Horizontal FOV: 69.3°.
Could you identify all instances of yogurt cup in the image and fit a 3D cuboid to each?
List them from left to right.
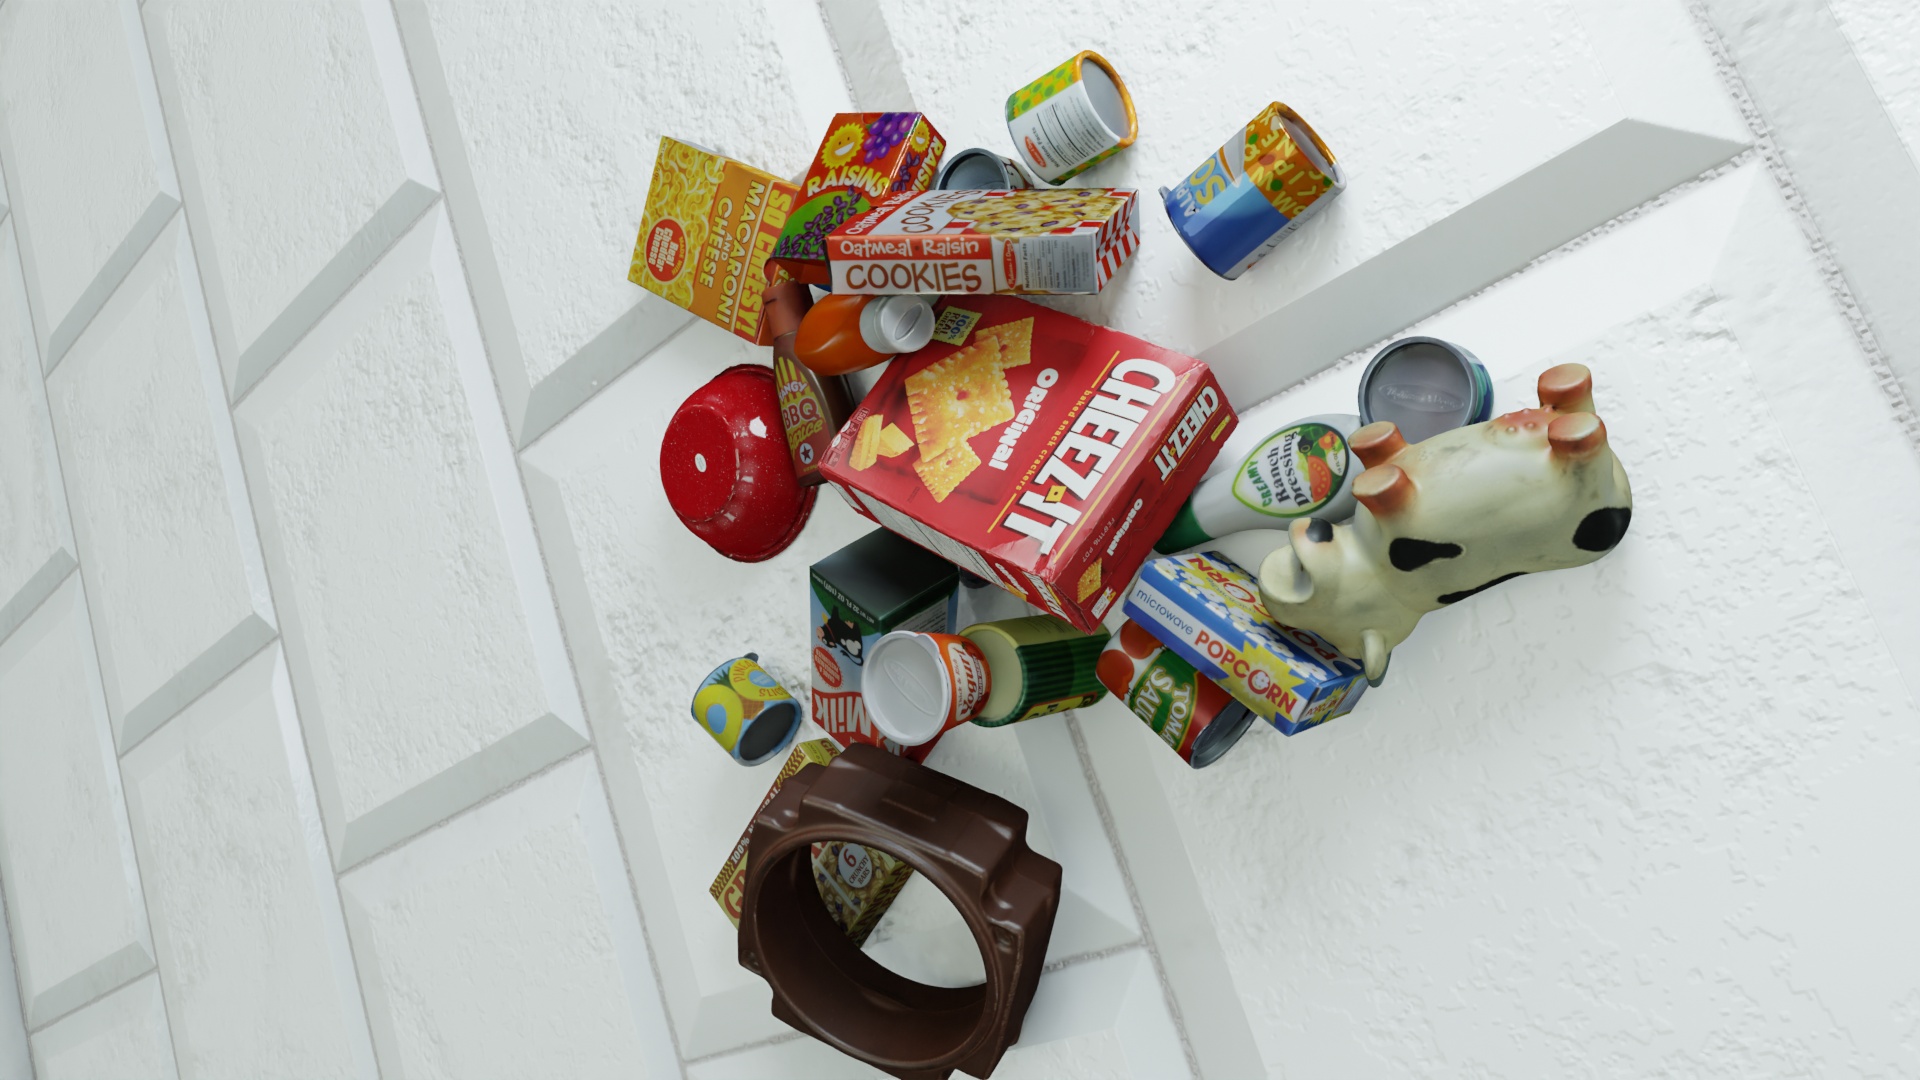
[{"bbox_3d":[-0.018,0.086,0.838,0.072,0.054,0.072,2,93,38],"label":"yogurt cup"}]

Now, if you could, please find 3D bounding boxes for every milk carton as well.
[{"bbox_3d":[-0.054,0.091,0.964,0.072,0.074,0.189,34,138,33],"label":"milk carton"}]

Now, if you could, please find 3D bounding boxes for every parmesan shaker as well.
[{"bbox_3d":[0.043,0.081,0.892,0.071,0.103,0.071,2,93,38],"label":"parmesan shaker"}]

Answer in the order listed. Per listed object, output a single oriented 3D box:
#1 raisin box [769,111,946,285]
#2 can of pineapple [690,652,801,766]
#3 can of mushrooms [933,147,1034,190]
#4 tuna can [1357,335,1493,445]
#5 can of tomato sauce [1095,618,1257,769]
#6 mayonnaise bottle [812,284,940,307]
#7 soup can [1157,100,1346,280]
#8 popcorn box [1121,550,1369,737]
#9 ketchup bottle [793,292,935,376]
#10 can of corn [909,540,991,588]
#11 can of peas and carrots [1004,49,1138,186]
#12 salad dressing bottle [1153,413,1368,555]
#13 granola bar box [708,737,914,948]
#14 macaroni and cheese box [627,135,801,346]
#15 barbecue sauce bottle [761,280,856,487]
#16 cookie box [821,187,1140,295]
[{"bbox_3d":[-0.072,-0.242,0.983,0.086,0.040,0.123,11,73,38],"label":"raisin box"},{"bbox_3d":[-0.165,0.132,1.079,0.058,0.071,0.070,37,113,30],"label":"can of pineapple"},{"bbox_3d":[0.017,-0.229,0.947,0.071,0.033,0.071,1,92,37],"label":"can of mushrooms"},{"bbox_3d":[0.256,-0.076,0.766,0.071,0.033,0.071,2,92,38],"label":"tuna can"},{"bbox_3d":[0.132,0.088,0.844,0.083,0.071,0.071,42,116,29],"label":"can of tomato sauce"},{"bbox_3d":[-0.048,-0.181,0.995,0.148,0.041,0.064,26,104,36],"label":"mayonnaise bottle"},{"bbox_3d":[0.169,-0.205,0.807,0.083,0.071,0.071,-39,69,32],"label":"soup can"},{"bbox_3d":[0.168,0.056,0.806,0.127,0.085,0.038,38,115,30],"label":"popcorn box"},{"bbox_3d":[-0.062,-0.140,0.910,0.065,0.043,0.149,-55,23,-10],"label":"ketchup bottle"},{"bbox_3d":[0.003,-0.012,0.944,0.058,0.071,0.071,33,111,33],"label":"can of corn"},{"bbox_3d":[0.072,-0.270,0.884,0.058,0.071,0.071,-22,79,36],"label":"can of peas and carrots"},{"bbox_3d":[0.177,-0.029,0.822,0.147,0.044,0.064,-22,70,36],"label":"salad dressing bottle"},{"bbox_3d":[-0.112,0.252,1.058,0.124,0.039,0.164,45,117,27],"label":"granola bar box"},{"bbox_3d":[-0.187,-0.237,1.100,0.167,0.040,0.123,29,110,34],"label":"macaroni and cheese box"},{"bbox_3d":[-0.112,-0.117,1.032,0.064,0.044,0.148,-16,89,47],"label":"barbecue sauce bottle"},{"bbox_3d":[0.016,-0.187,0.859,0.167,0.123,0.040,4,116,18],"label":"cookie box"}]
